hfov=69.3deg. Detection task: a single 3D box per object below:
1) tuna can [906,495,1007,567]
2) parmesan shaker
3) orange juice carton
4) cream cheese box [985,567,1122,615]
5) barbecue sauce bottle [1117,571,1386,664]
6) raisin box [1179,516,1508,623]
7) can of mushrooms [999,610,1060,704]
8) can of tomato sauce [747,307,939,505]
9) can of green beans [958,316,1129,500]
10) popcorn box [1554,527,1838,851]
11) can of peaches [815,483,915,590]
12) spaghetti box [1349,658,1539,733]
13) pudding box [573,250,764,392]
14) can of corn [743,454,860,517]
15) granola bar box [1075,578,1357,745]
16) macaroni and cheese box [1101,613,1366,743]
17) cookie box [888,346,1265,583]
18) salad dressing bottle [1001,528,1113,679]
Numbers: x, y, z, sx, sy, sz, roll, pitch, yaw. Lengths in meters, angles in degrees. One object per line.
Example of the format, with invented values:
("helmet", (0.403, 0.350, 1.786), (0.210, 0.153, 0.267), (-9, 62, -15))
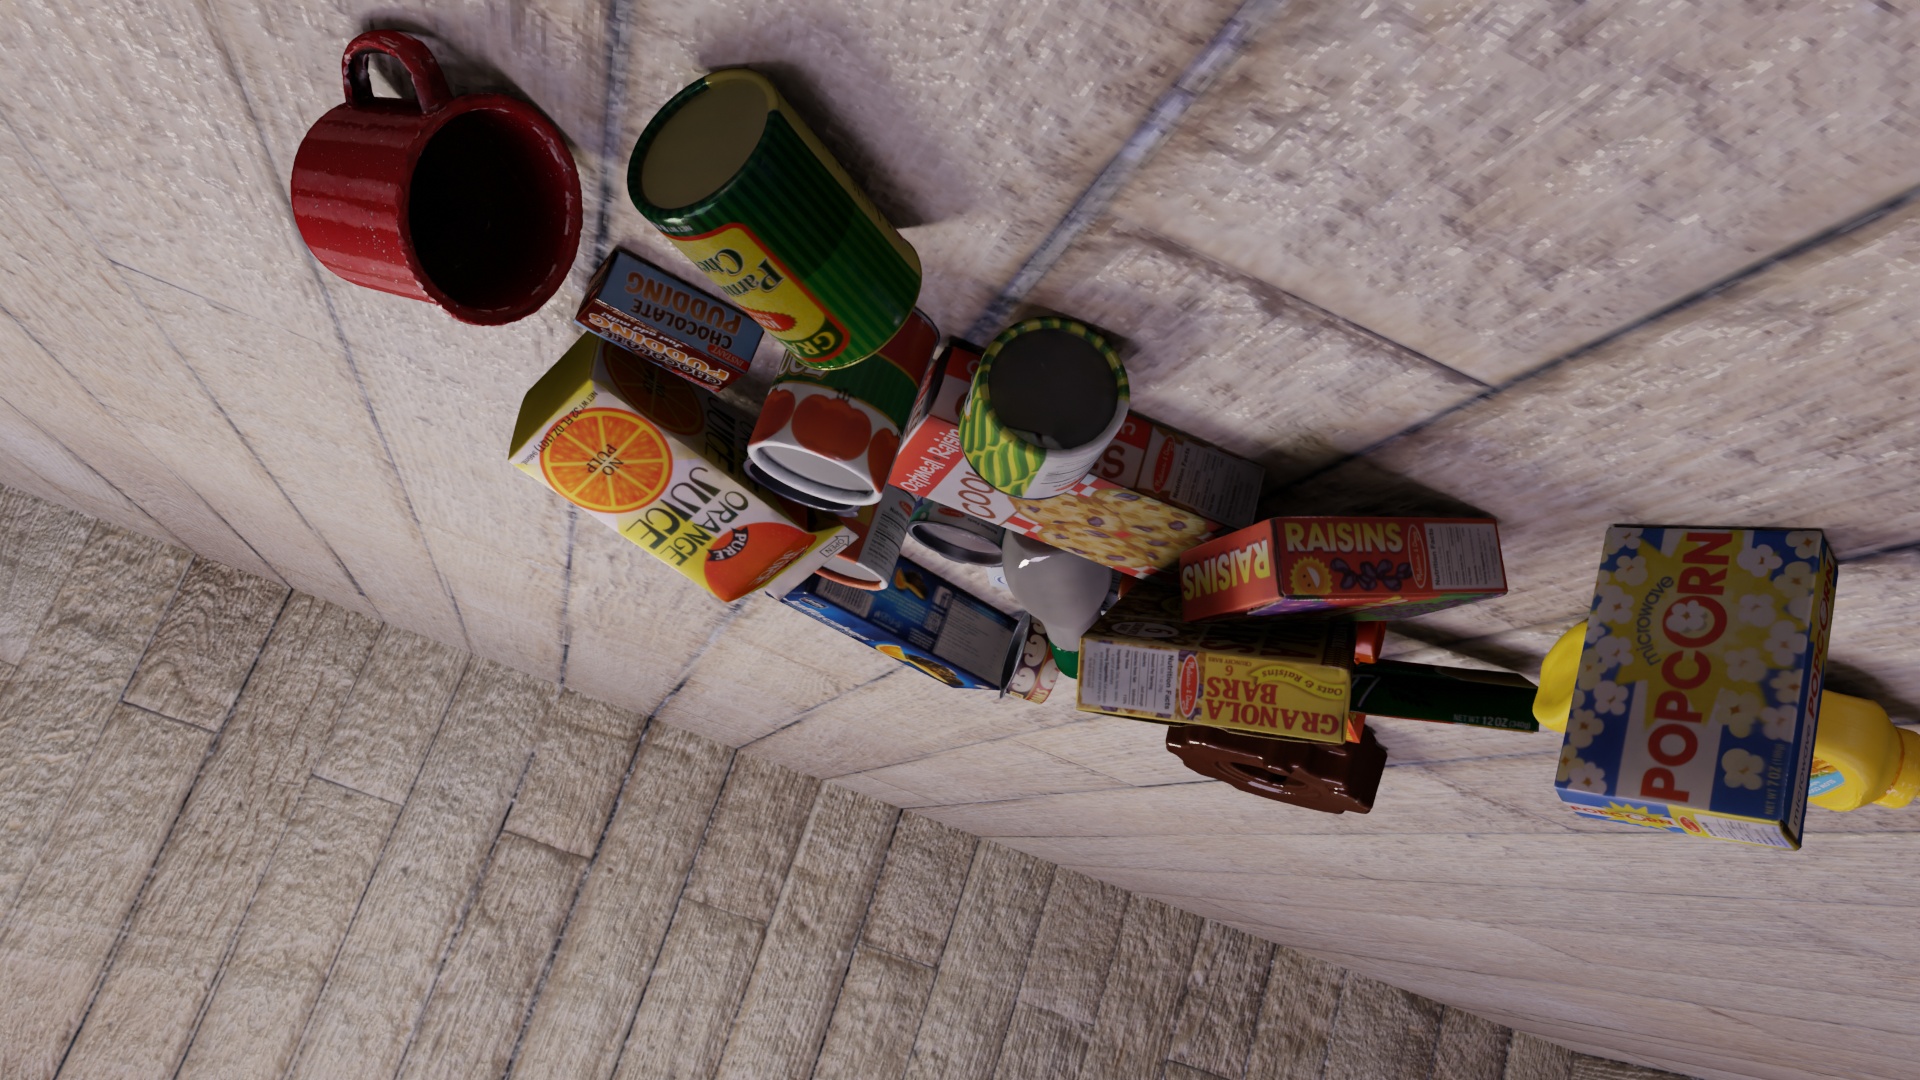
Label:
("tuna can", (0.003, -0.011, 0.847), (0.071, 0.033, 0.071), (17, 163, 6))
("parmesan shaker", (-0.070, -0.120, 0.526), (0.071, 0.071, 0.103), (7, 159, 33))
("orange juice carton", (-0.151, -0.033, 0.788), (0.071, 0.073, 0.192), (-40, 123, 21))
("cream cheese box", (0.068, 0.024, 0.902), (0.104, 0.024, 0.053), (15, 161, 13))
("barbecue sauce bottle", (0.170, 0.041, 0.813), (0.148, 0.044, 0.065), (10, 167, 25))
("raisin box", (0.178, 0.016, 0.655), (0.123, 0.040, 0.086), (0, 169, -21))
("can of mushrooms", (0.054, 0.090, 1.046), (0.033, 0.071, 0.071), (19, 163, -7))
("can of tomato sauce", (-0.056, -0.068, 0.642), (0.071, 0.083, 0.071), (17, 163, 5))
("can of green beans", (0.035, -0.057, 0.608), (0.071, 0.071, 0.057), (20, 162, -2))
("popcorn box", (0.306, 0.058, 0.576), (0.085, 0.127, 0.038), (1, 153, 44))
("can of peaches", (-0.070, -0.007, 0.895), (0.071, 0.058, 0.071), (16, 163, 5))
("spaghetti box", (0.210, 0.083, 0.825), (0.250, 0.028, 0.050), (6, -175, 6))
("pudding box", (-0.148, -0.109, 0.702), (0.083, 0.030, 0.049), (26, 163, -23))
("can of corn", (-0.074, -0.053, 0.750), (0.071, 0.058, 0.071), (17, 163, 6))
("granola bar box", (0.136, 0.058, 0.707), (0.124, 0.039, 0.166), (6, -170, 16))
("macaroni and cheese box", (0.185, 0.085, 0.943), (0.166, 0.040, 0.123), (11, 162, 27))
("cookie box", (0.051, -0.035, 0.709), (0.167, 0.040, 0.122), (20, 163, -9))
("salad dressing bottle", (0.064, 0.033, 0.840), (0.064, 0.044, 0.147), (-13, 142, 4))
